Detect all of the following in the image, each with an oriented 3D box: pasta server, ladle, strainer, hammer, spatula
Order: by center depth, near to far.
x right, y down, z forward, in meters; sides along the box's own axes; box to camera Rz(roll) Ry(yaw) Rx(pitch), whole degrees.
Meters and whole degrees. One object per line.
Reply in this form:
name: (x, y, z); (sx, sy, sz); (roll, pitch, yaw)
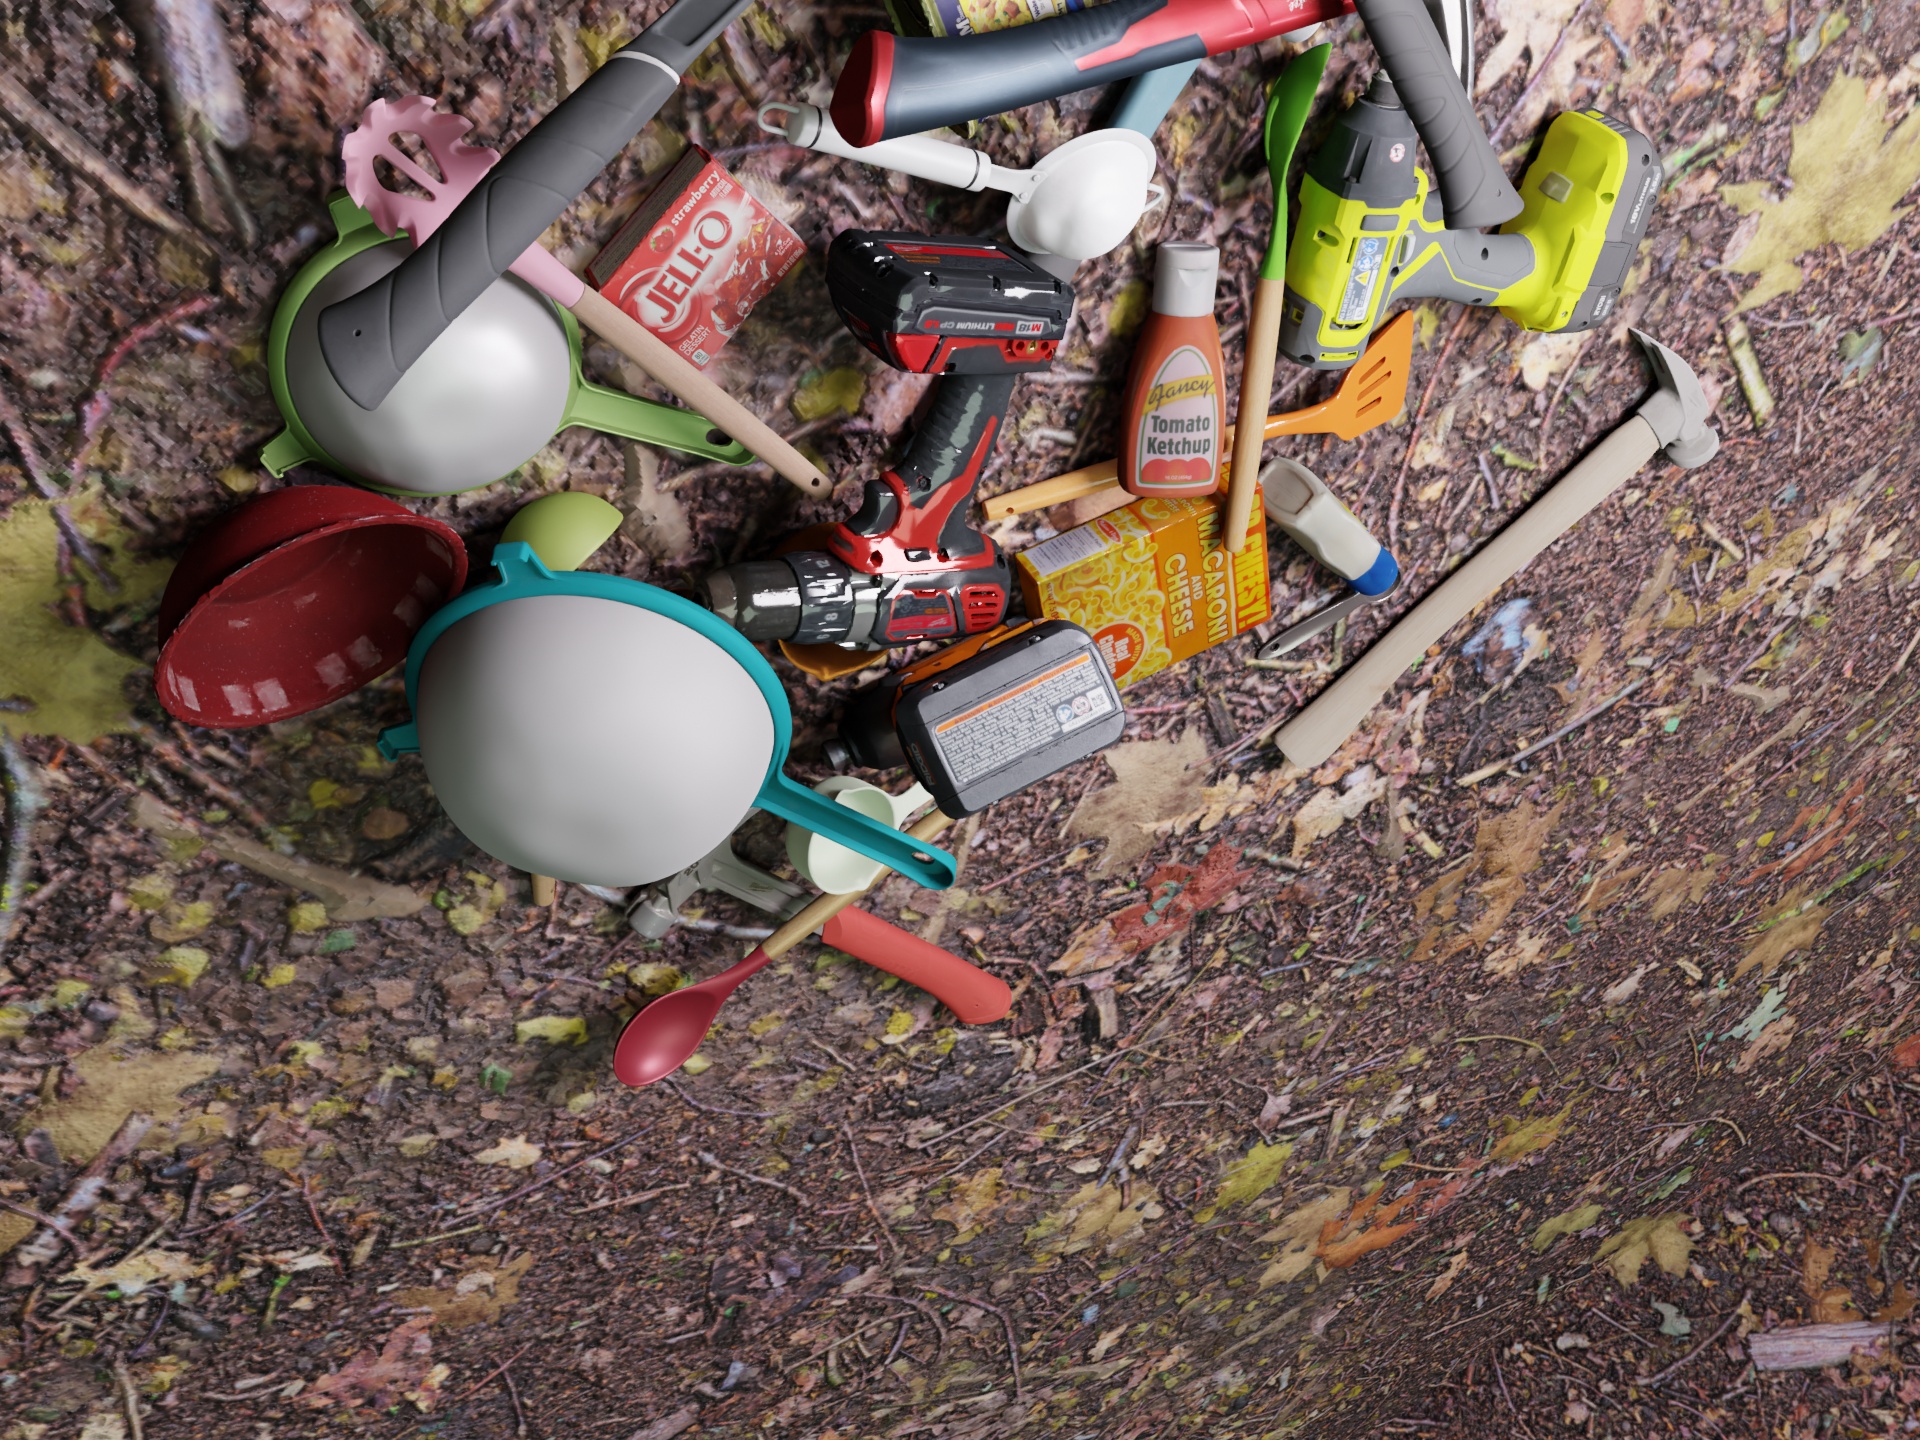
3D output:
hammer: (-0.115, -0.283, 0.669); (0.409, 0.149, 0.036); (-44, 174, 1)
hammer: (0.198, -0.383, 0.777); (0.146, 0.035, 0.334); (-48, 119, -15)
pasta server: (-0.166, -0.190, 0.778); (0.060, 0.040, 0.315); (-53, 134, 2)
hammer: (0.110, -0.325, 0.780); (0.386, 0.038, 0.143); (-26, 115, -26)
strainer: (0.013, -0.269, 0.791); (0.258, 0.050, 0.087); (1, 148, -36)
strainer: (-0.209, -0.154, 0.801); (0.256, 0.069, 0.151); (9, 122, -35)
strainer: (-0.148, 0.052, 0.877); (0.340, 0.095, 0.211); (26, 133, -23)
hammer: (0.065, -0.278, 0.885); (0.128, 0.033, 0.331); (14, 119, -39)
ladle: (-0.236, 0.003, 0.935); (0.062, 0.078, 0.320); (18, 131, 7)
spatula: (0.162, -0.185, 1.035); (0.322, 0.041, 0.081); (-18, 134, -11)
ladle: (-0.114, 0.145, 1.101); (0.315, 0.031, 0.069); (-38, 138, 1)
hammer: (-0.070, 0.151, 1.176); (0.149, 0.037, 0.358); (-45, 135, 11)
hammer: (0.399, -0.117, 1.225); (0.410, 0.038, 0.146); (-43, 135, 10)

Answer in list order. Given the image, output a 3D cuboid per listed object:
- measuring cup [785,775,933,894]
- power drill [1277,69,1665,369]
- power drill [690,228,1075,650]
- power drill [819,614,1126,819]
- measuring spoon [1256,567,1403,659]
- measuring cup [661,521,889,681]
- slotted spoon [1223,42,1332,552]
measuring cup: (-0.050, 0.051, 1.077); (0.167, 0.038, 0.083); (-35, 131, -32)
power drill: (0.309, -0.309, 0.977); (0.223, 0.080, 0.171); (-8, 131, -21)
power drill: (-0.044, -0.138, 0.849); (0.187, 0.080, 0.226); (-7, 126, -32)
power drill: (-0.002, -0.003, 0.968); (0.164, 0.226, 0.084); (-26, 99, -7)
measuring spoon: (0.275, -0.083, 1.200); (0.124, 0.018, 0.034); (-31, 137, 6)
measuring cup: (-0.114, -0.078, 0.941); (0.173, 0.052, 0.095); (2, 126, -30)
slotted spoon: (0.183, -0.241, 0.956); (0.031, 0.070, 0.313); (8, 125, 8)
